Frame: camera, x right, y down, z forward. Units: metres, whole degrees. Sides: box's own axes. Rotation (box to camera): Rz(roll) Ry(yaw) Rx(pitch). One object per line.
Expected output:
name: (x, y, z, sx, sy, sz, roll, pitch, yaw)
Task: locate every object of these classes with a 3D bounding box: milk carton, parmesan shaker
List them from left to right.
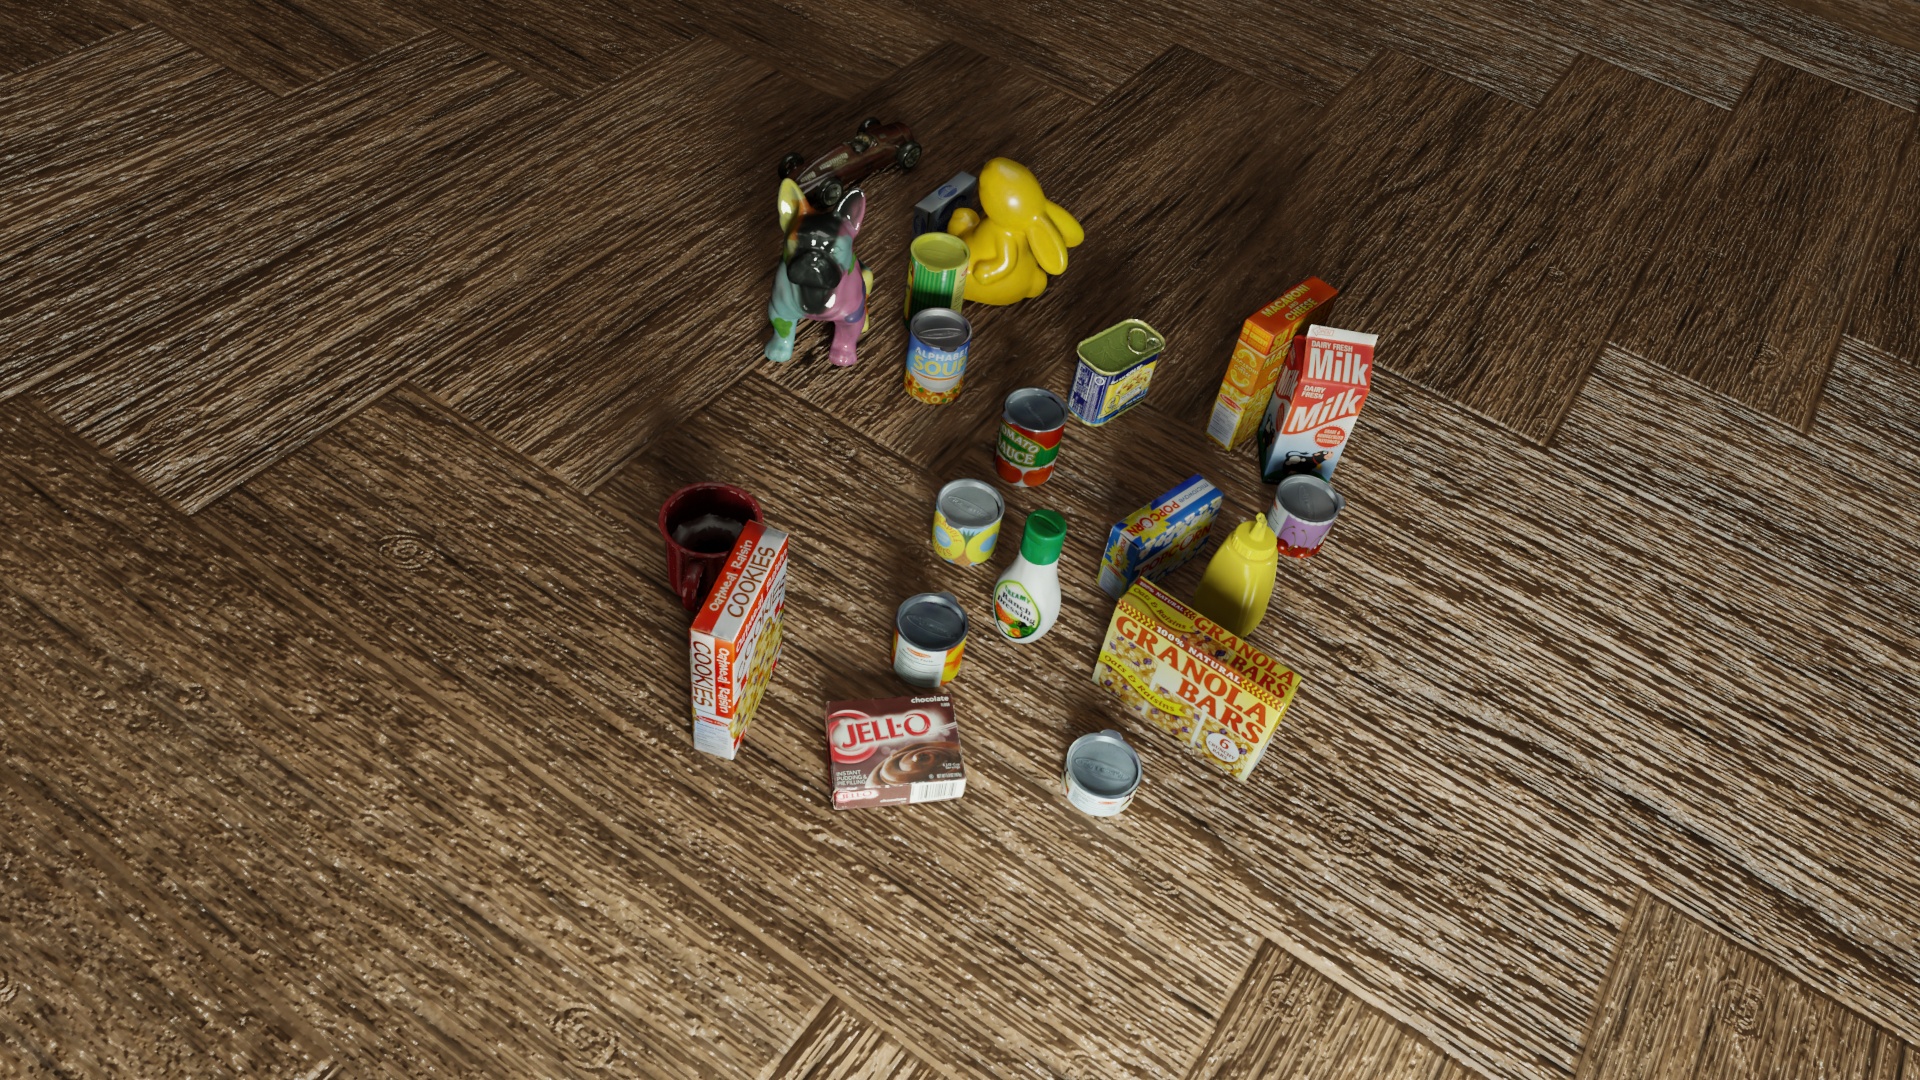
parmesan shaker: (-0.029, -0.283, 1.560, 0.071, 0.102, 0.072, 5, 48, -5)
milk carton: (0.370, -0.146, 1.446, 0.072, 0.189, 0.074, 8, 48, -3)

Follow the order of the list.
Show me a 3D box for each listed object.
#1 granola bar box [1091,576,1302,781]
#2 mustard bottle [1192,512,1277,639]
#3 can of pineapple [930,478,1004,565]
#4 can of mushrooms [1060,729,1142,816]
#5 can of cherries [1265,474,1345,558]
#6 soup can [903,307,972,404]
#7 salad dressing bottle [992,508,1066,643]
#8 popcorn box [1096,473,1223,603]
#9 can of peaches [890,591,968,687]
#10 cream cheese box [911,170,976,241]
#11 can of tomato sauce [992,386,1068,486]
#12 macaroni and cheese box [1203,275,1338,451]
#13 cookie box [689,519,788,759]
granola bar box: (0.205, 0.122, 1.221, 0.166, 0.123, 0.039, 33, 51, 19)
mustard bottle: (0.263, 0.029, 1.290, 0.049, 0.159, 0.065, -31, 60, -31)
can of pineapple: (0.005, -0.017, 1.357, 0.071, 0.057, 0.071, 5, 48, -5)
can of mushrooms: (0.122, 0.200, 1.198, 0.071, 0.033, 0.071, 5, 48, -5)
can of cherries: (0.351, -0.024, 1.421, 0.071, 0.058, 0.072, 5, 48, -5)
soup can: (-0.025, -0.196, 1.495, 0.071, 0.083, 0.072, 5, 48, -5)
salad dressing bottle: (0.066, 0.033, 1.262, 0.064, 0.146, 0.044, 36, 52, 21)
popcorn box: (0.195, -0.002, 1.357, 0.127, 0.084, 0.038, -30, 59, -31)
can of peaches: (-0.027, 0.089, 1.255, 0.071, 0.057, 0.071, 5, 48, -5)
cream cheese box: (-0.020, -0.408, 1.707, 0.024, 0.053, 0.104, 31, 51, 17)
can of tomato sauce: (0.070, -0.105, 1.430, 0.071, 0.082, 0.071, 5, 48, -5)
macaroni and cheese box: (0.333, -0.190, 1.496, 0.040, 0.165, 0.124, 40, 54, 24)
cookie box: (-0.185, 0.084, 1.159, 0.040, 0.166, 0.123, 16, 48, 5)
